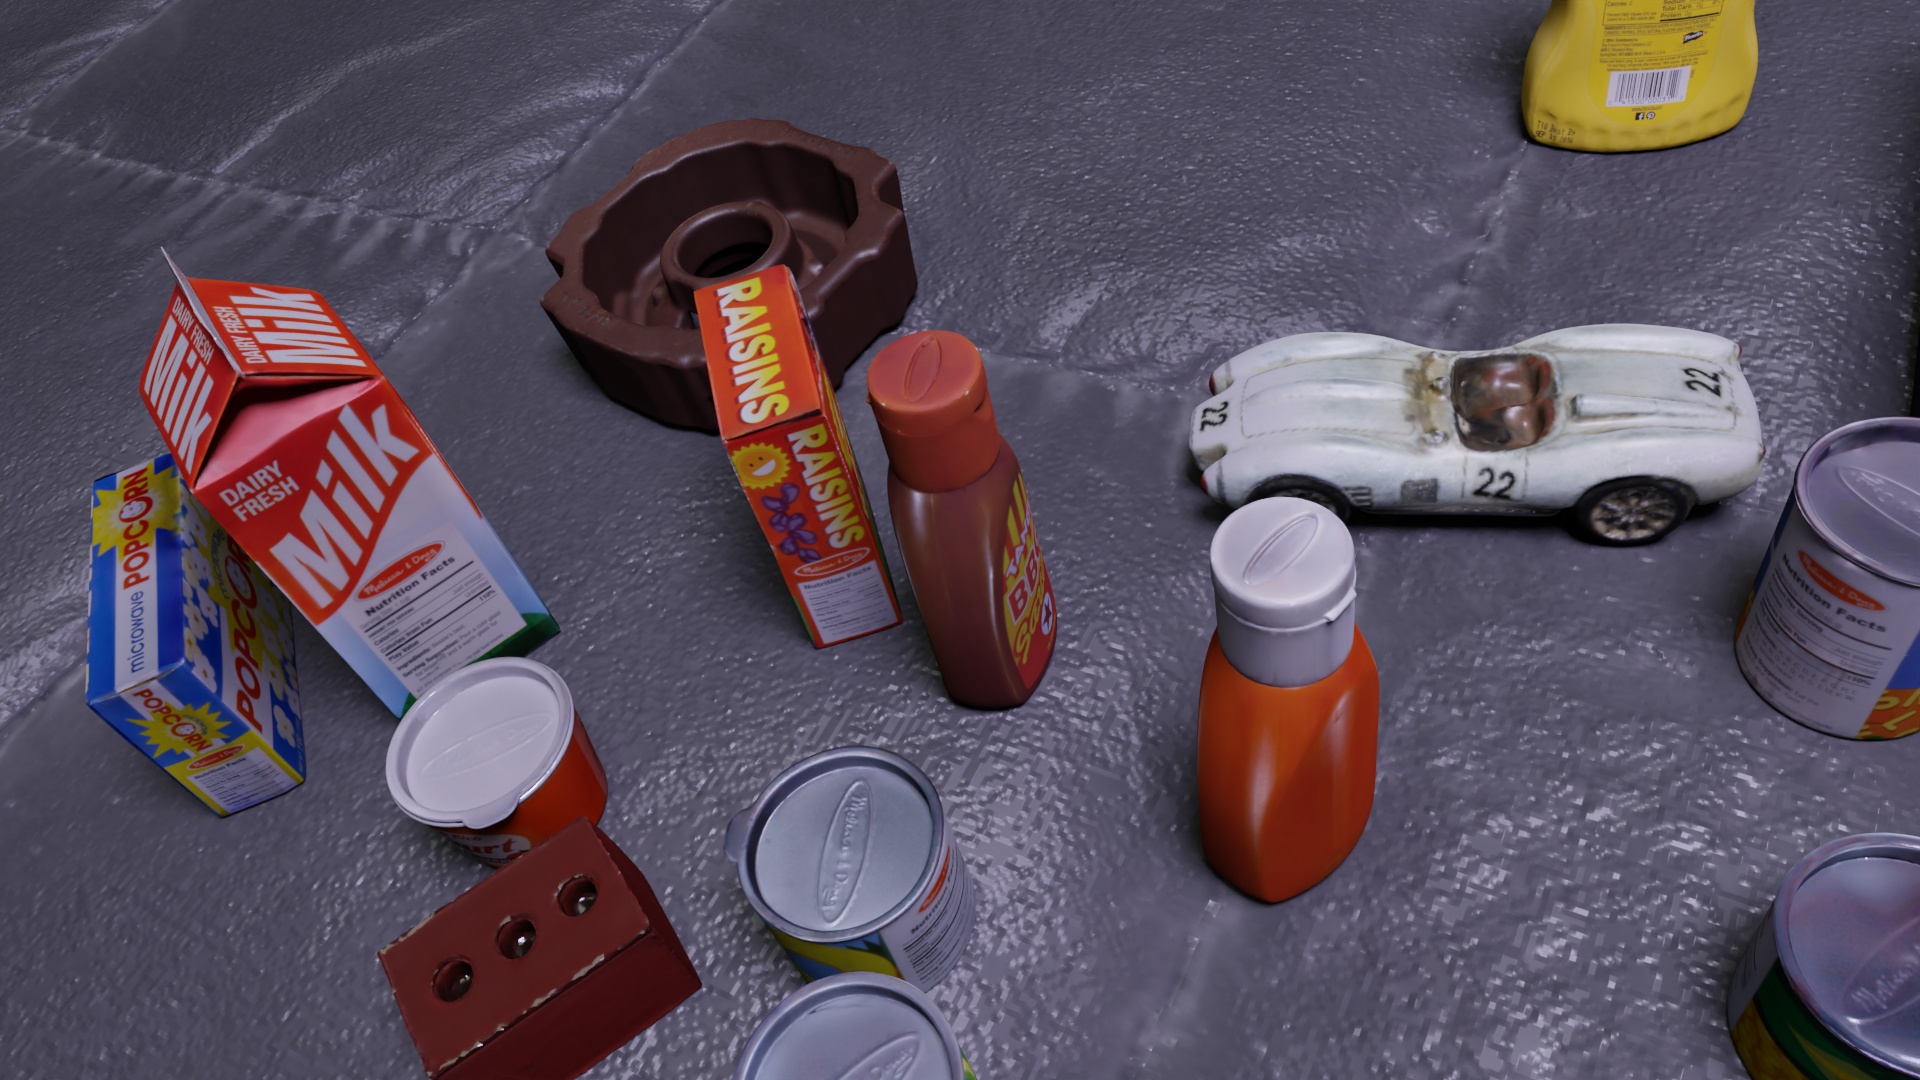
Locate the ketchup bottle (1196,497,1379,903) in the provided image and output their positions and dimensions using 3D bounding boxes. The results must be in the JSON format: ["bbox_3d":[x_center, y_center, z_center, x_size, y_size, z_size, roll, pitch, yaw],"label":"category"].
[{"bbox_3d":[0.096,0.048,0.407,0.065,0.148,0.043,-42,54,-21],"label":"ketchup bottle"}]

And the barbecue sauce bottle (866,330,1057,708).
[{"bbox_3d":[0.002,-0.006,0.477,0.043,0.147,0.065,2,52,16],"label":"barbecue sauce bottle"}]

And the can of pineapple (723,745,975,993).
[{"bbox_3d":[-0.033,0.108,0.449,0.071,0.057,0.071,-7,49,8],"label":"can of pineapple"}]

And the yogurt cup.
[{"bbox_3d":[-0.164,0.084,0.503,0.072,0.053,0.073,-7,49,8],"label":"yogurt cup"}]

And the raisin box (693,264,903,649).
[{"bbox_3d":[-0.060,-0.030,0.528,0.040,0.122,0.086,-17,49,-1],"label":"raisin box"}]

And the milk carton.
[{"bbox_3d":[-0.231,-0.020,0.518,0.073,0.189,0.072,-36,52,-16],"label":"milk carton"}]

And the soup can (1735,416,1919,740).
[{"bbox_3d":[0.290,0.012,0.434,0.071,0.083,0.072,-7,50,8],"label":"soup can"}]

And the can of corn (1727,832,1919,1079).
[{"bbox_3d":[0.248,0.123,0.368,0.071,0.058,0.071,-7,49,8],"label":"can of corn"}]

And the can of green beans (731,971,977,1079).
[{"bbox_3d":[-0.026,0.167,0.398,0.071,0.057,0.071,-7,49,8],"label":"can of green beans"}]

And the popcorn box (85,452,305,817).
[{"bbox_3d":[-0.306,0.036,0.558,0.038,0.084,0.127,-24,49,-7],"label":"popcorn box"}]
